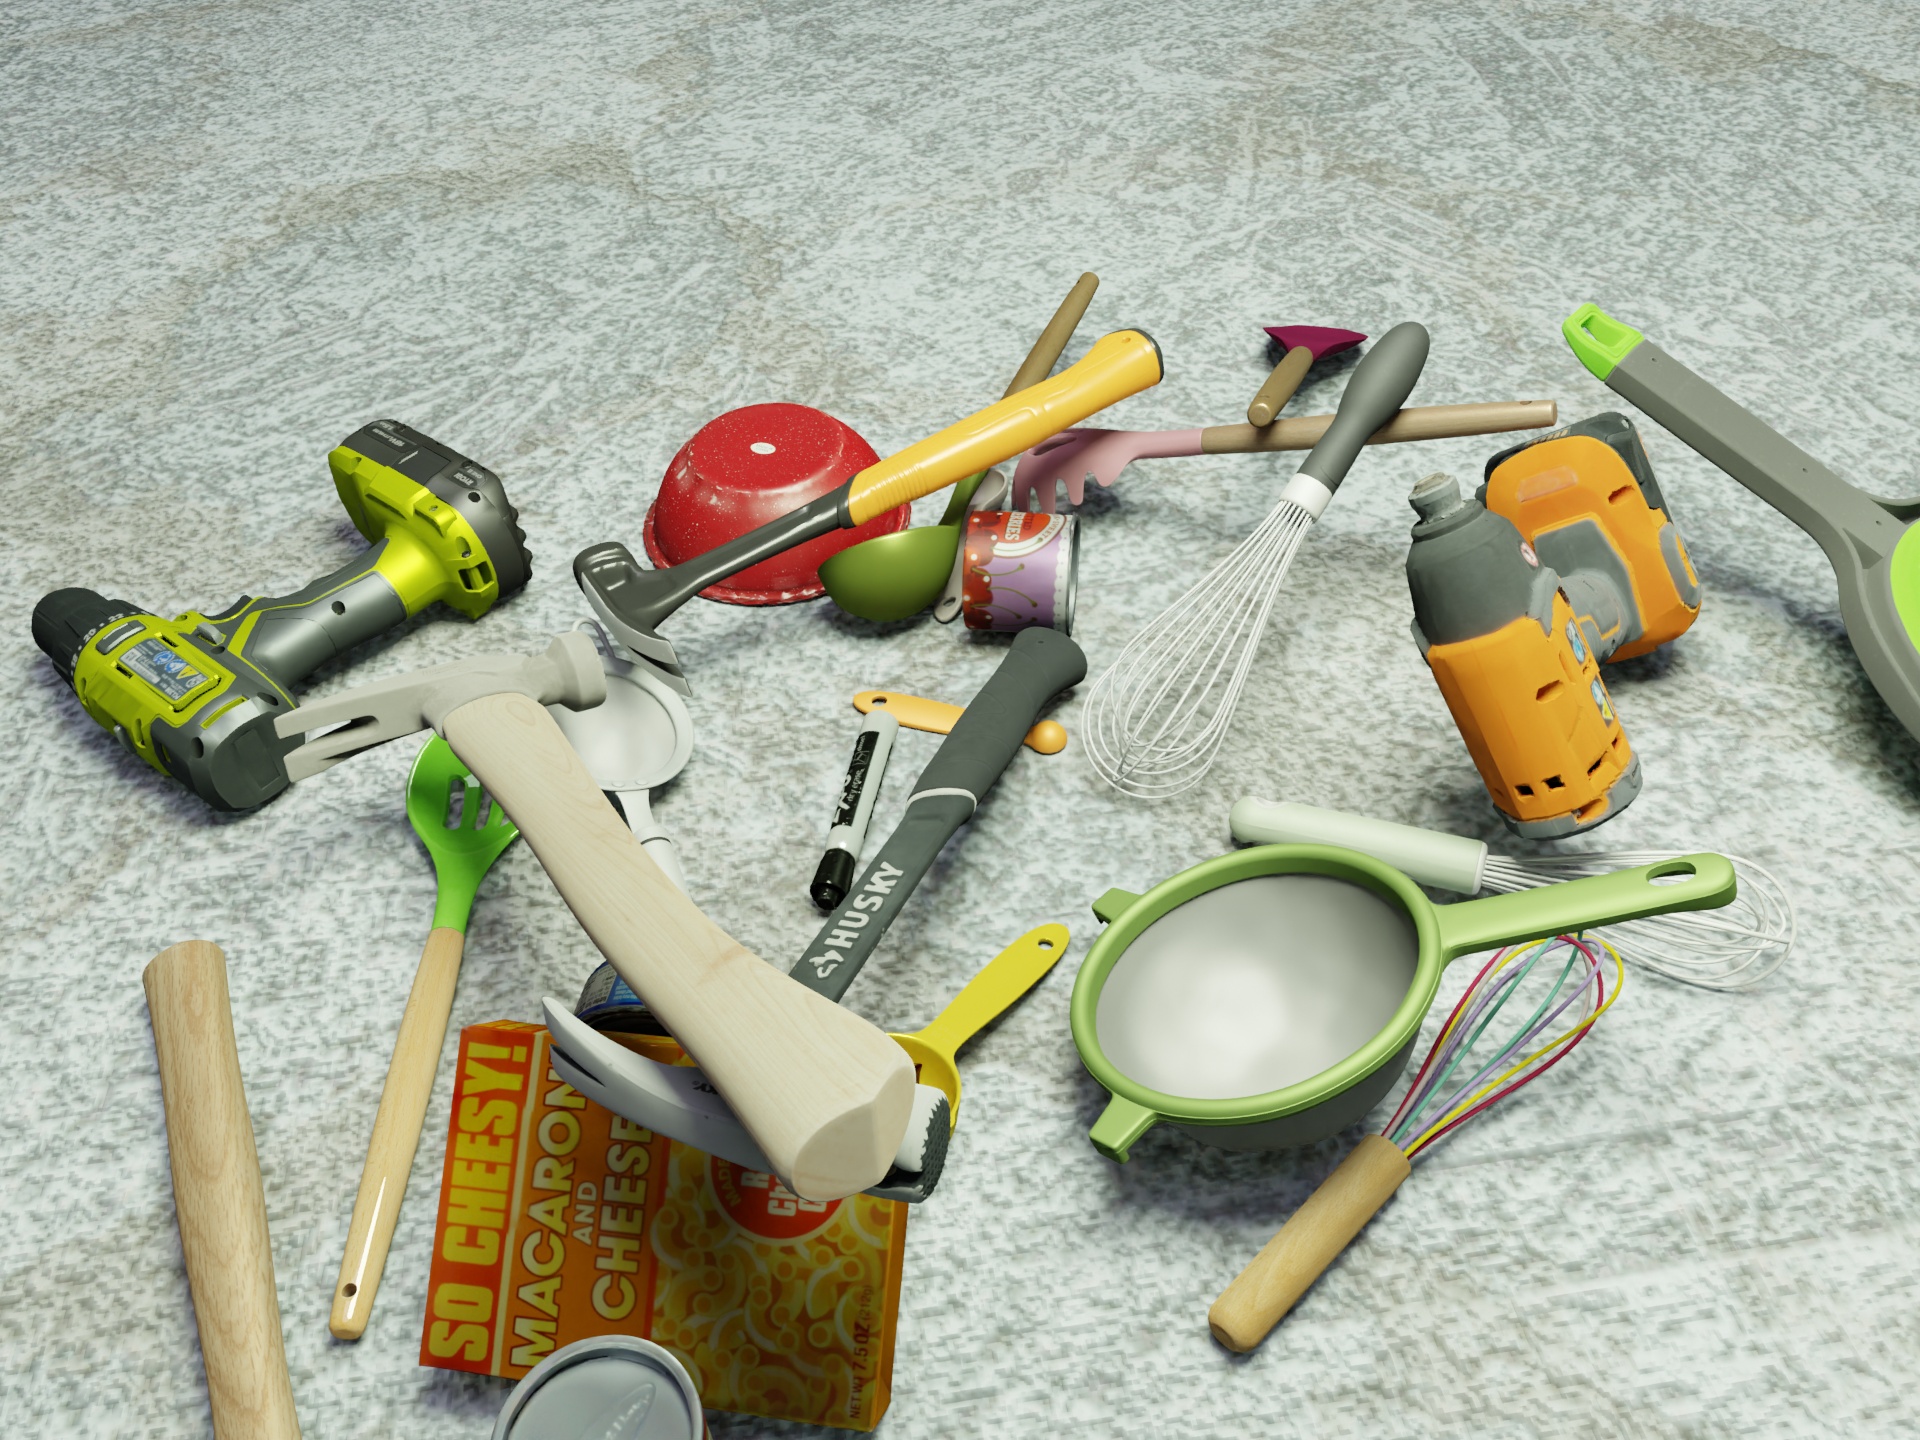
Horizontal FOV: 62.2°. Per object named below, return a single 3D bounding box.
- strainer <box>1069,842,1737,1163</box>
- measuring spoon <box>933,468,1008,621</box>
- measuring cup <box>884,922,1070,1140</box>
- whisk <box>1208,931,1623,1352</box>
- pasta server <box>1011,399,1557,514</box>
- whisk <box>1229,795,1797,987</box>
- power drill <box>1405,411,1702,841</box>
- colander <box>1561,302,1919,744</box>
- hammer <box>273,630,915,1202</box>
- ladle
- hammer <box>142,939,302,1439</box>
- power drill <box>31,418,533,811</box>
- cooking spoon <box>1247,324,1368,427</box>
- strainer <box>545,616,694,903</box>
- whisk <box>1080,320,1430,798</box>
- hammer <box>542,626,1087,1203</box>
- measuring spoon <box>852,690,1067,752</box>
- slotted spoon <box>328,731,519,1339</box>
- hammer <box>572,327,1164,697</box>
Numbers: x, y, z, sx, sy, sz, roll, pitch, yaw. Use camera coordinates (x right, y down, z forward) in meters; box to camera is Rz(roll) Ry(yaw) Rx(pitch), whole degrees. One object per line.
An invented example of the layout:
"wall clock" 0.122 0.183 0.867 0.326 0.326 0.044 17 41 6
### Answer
"strainer" 0.174 0.108 0.629 0.256 0.069 0.152 -15 30 14
"measuring spoon" 0.005 -0.099 0.923 0.034 0.018 0.124 -6 48 25
"measuring cup" 0.000 0.136 0.680 0.062 0.029 0.156 26 40 26
"whisk" 0.185 0.158 0.630 0.245 0.051 0.047 -37 59 -26
"pasta server" 0.161 -0.148 0.869 0.316 0.040 0.060 1 41 33
"whisk" 0.242 0.069 0.718 0.246 0.059 0.058 12 9 20
"power drill" 0.273 -0.066 0.744 0.084 0.164 0.226 -19 15 38
"colander" 0.469 -0.100 0.753 0.397 0.094 0.204 42 55 14
"hammer" -0.144 0.054 0.587 0.146 0.038 0.411 -18 27 -25
"ladle" 0.012 -0.176 0.939 0.078 0.062 0.320 -24 31 50
"hammer" -0.279 0.205 0.603 0.130 0.031 0.332 -29 46 -9
"power drill" -0.370 -0.068 0.867 0.191 0.080 0.228 28 55 28
"cooking spoon" 0.199 -0.211 0.948 0.069 0.017 0.319 10 23 15
"strainer" -0.151 0.055 0.754 0.086 0.050 0.259 -3 46 -31
"whisk" 0.155 -0.083 0.791 0.070 0.070 0.284 31 82 30
"hammer" -0.020 0.047 0.674 0.149 0.036 0.409 7 27 16
"measuring spoon" -0.001 -0.003 0.823 0.117 0.011 0.021 12 46 14
"slotted spoon" -0.235 0.117 0.705 0.070 0.031 0.314 -3 46 1
"hammer" -0.032 -0.123 0.833 0.337 0.034 0.127 -29 39 -16
